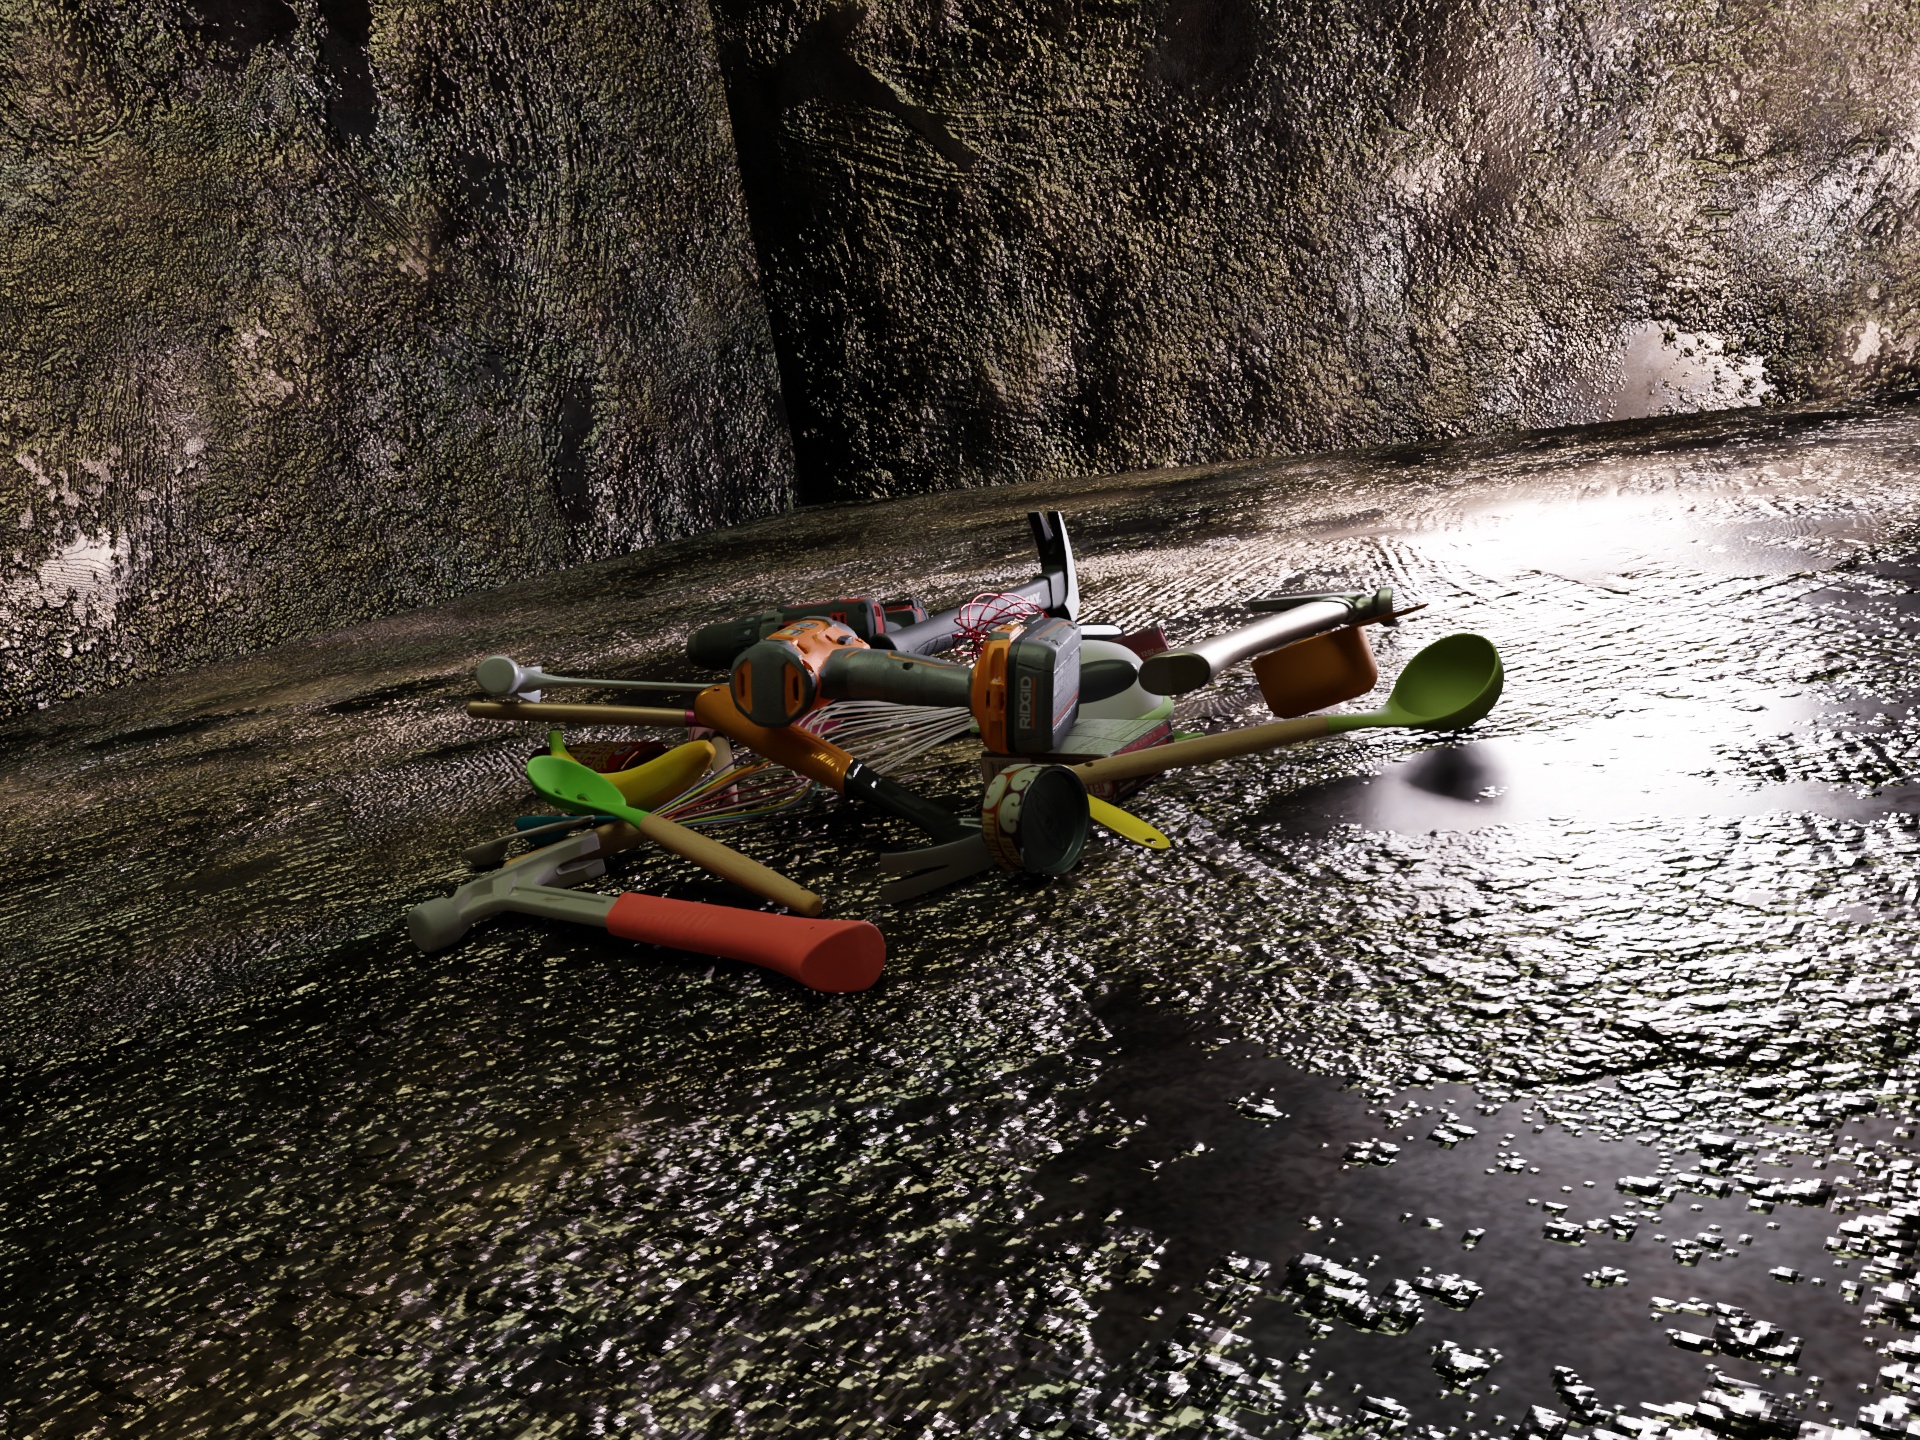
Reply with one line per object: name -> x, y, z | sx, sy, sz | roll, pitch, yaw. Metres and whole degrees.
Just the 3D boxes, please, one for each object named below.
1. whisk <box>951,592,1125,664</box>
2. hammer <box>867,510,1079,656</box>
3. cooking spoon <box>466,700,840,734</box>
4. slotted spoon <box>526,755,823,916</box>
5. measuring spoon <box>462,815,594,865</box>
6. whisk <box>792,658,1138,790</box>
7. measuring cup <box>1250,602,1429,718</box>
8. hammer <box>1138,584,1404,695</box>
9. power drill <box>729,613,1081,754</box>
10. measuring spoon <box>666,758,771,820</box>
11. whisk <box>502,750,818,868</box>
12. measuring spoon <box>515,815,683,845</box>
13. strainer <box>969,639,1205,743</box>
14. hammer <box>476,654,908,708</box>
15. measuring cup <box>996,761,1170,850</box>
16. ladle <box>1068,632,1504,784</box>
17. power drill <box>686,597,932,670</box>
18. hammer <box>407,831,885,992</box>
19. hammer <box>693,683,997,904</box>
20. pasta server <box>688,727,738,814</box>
whisk -> 0.080, -0.079, 1.458 | 0.073, 0.073, 0.295 | -2, 0, 31
hammer -> 0.019, -0.100, 1.454 | 0.035, 0.146, 0.335 | 2, 15, 32
cooking spoon -> -0.263, -0.003, 1.373 | 0.319, 0.017, 0.069 | 2, 16, -5
slotted spoon -> -0.195, 0.076, 1.058 | 0.314, 0.031, 0.070 | 18, 7, 43
measuring spoon -> -0.316, 0.089, 1.171 | 0.124, 0.018, 0.034 | -15, 3, 27
whisk -> -0.002, -0.005, 1.218 | 0.284, 0.070, 0.070 | -14, 12, 14
measuring cup -> 0.284, -0.042, 1.150 | 0.095, 0.052, 0.173 | -16, -3, -27
hammer -> 0.242, -0.069, 1.336 | 0.146, 0.038, 0.410 | -3, 9, 33
power drill -> -0.031, -0.036, 1.139 | 0.226, 0.084, 0.164 | 4, 15, 14
measuring spoon -> -0.189, 0.058, 1.213 | 0.117, 0.011, 0.021 | -32, 22, -28
whisk -> -0.212, 0.075, 1.164 | 0.245, 0.051, 0.047 | -20, -19, -22
measuring spoon -> -0.275, 0.085, 1.214 | 0.128, 0.021, 0.042 | -1, -11, 2
strainer -> 0.114, -0.021, 1.241 | 0.151, 0.069, 0.256 | -15, 12, -21
hammer -> -0.205, -0.029, 1.400 | 0.405, 0.035, 0.144 | 2, -2, -6
measuring cup -> 0.080, 0.065, 1.025 | 0.062, 0.029, 0.157 | -16, 26, -31
ladle -> 0.221, -0.003, 1.071 | 0.320, 0.062, 0.078 | -11, 26, -15
power drill -> -0.137, -0.075, 1.520 | 0.188, 0.080, 0.226 | -6, -1, 17
hammer -> -0.176, 0.116, 0.953 | 0.359, 0.036, 0.149 | 1, 17, 42
hammer -> -0.094, 0.035, 1.093 | 0.127, 0.034, 0.337 | -19, 28, -34
pasta server -> -0.203, 0.032, 1.361 | 0.060, 0.040, 0.316 | -12, 17, -8
